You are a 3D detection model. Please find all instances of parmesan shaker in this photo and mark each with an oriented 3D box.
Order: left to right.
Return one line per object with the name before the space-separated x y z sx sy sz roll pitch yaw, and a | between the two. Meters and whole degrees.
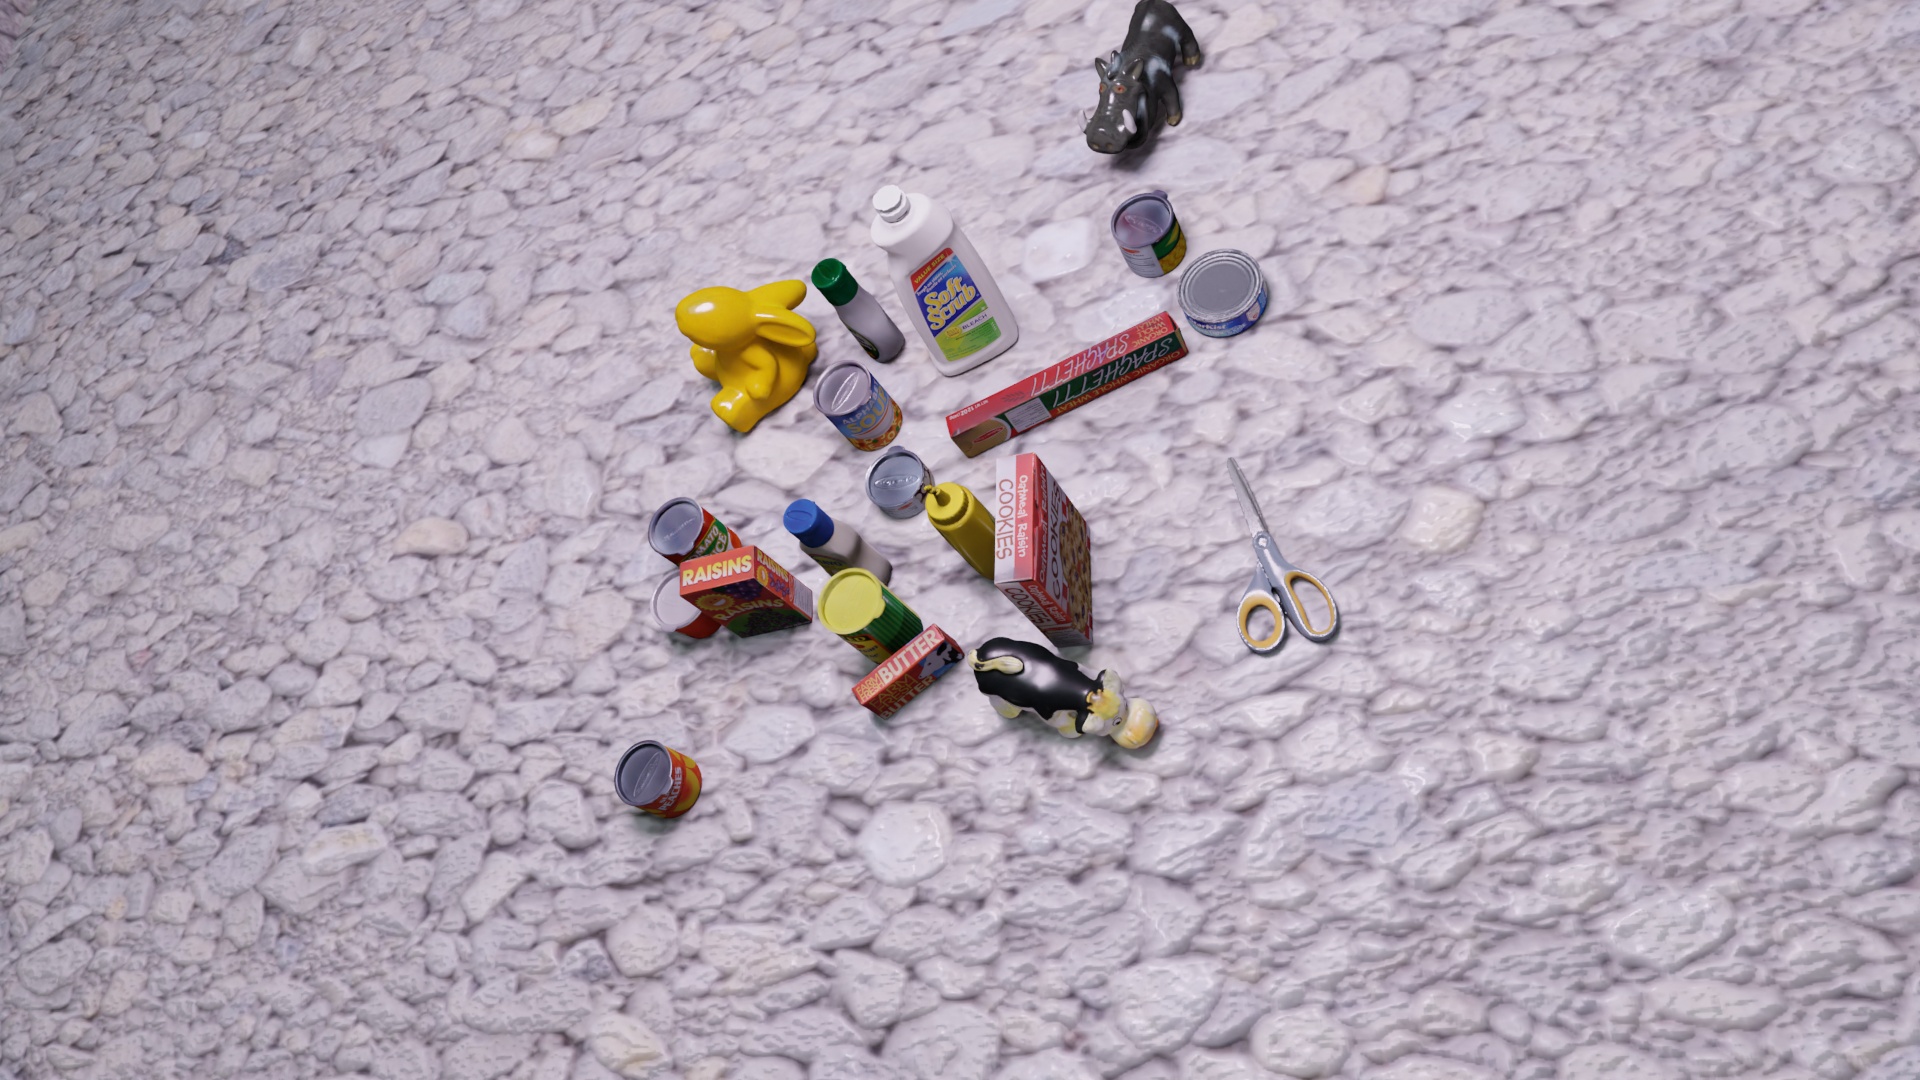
parmesan shaker | -0.082 0.076 1.332 0.071 0.103 0.071 -10 63 20

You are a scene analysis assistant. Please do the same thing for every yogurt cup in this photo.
yogurt cup | -0.282 0.069 1.452 0.072 0.054 0.072 -10 63 20

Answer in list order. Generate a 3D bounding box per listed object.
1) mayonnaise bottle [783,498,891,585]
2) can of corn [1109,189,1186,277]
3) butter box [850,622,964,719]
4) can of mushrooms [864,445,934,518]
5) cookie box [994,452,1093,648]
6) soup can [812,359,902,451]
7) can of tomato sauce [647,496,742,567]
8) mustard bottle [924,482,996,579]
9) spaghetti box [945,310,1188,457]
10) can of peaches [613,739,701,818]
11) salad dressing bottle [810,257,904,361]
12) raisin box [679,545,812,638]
mayonnaise bottle | -0.124 0.006 1.357 0.065 0.147 0.041 7 70 27
can of corn | 0.195 -0.314 1.424 0.071 0.058 0.071 -10 63 20
butter box | -0.050 0.126 1.324 0.103 0.053 0.024 -39 57 3
can of mushrooms | -0.062 -0.060 1.430 0.071 0.033 0.071 -10 63 19
cookie box | 0.078 0.011 1.255 0.040 0.167 0.123 -9 63 20
soup can | -0.105 -0.139 1.457 0.071 0.083 0.071 -10 63 20
can of tomato sauce | -0.278 0.002 1.465 0.071 0.083 0.071 -10 63 20
mustard bottle | 0.005 -0.016 1.305 0.049 0.160 0.065 -41 57 2
spaghetti box | 0.106 -0.155 1.392 0.250 0.050 0.029 -25 59 11
can of peaches | -0.297 0.238 1.376 0.071 0.058 0.071 -10 63 20
salad dressing bottle | -0.109 -0.244 1.471 0.044 0.147 0.064 -45 57 -1
raisin box | -0.213 0.052 1.389 0.086 0.123 0.040 -13 62 18
